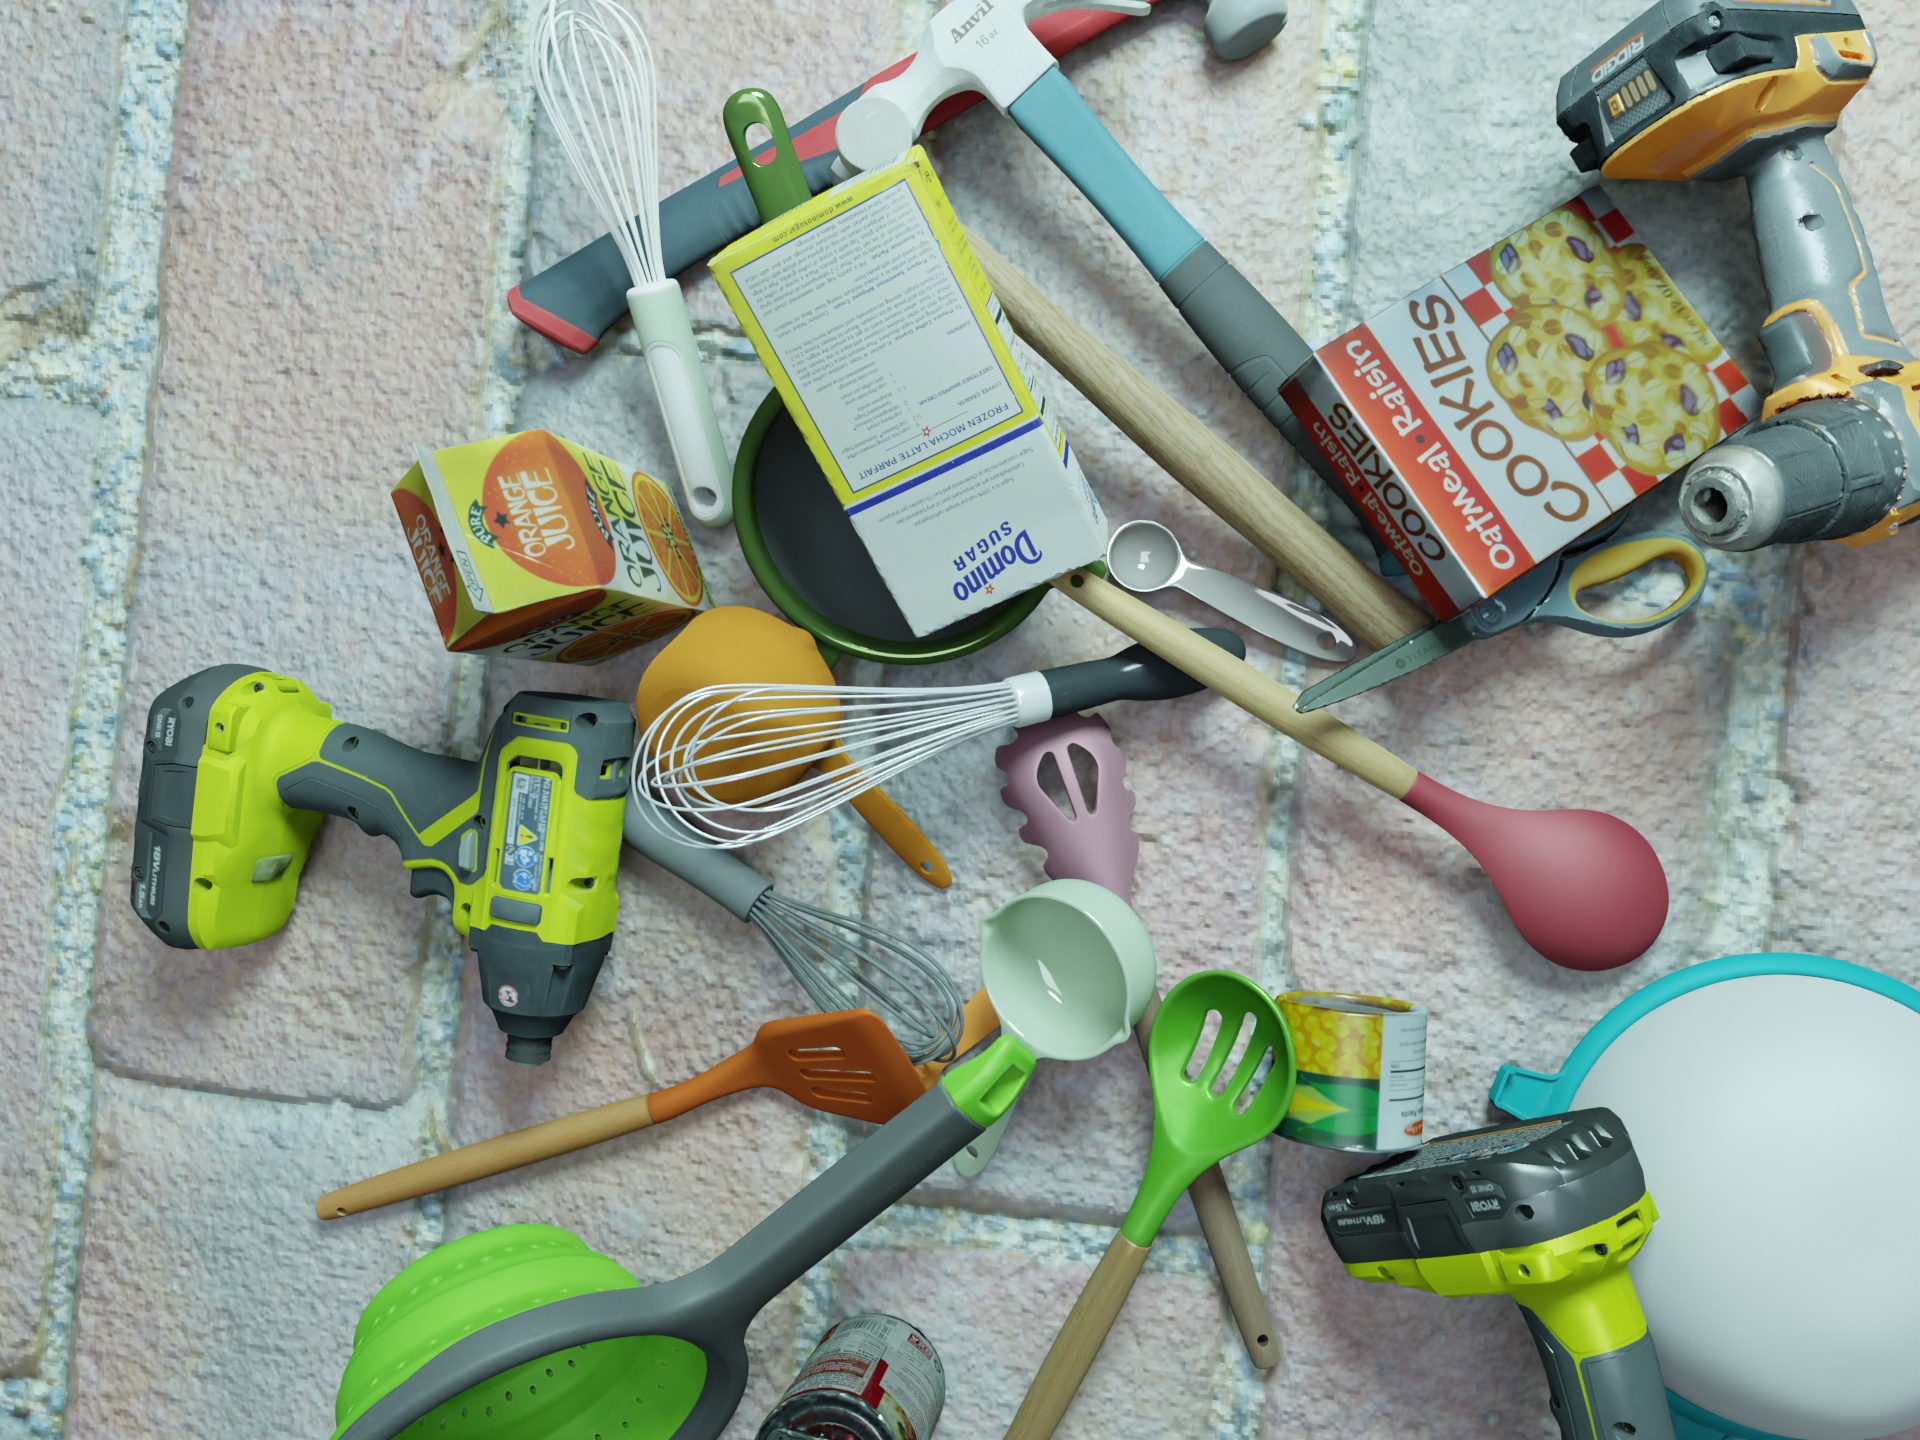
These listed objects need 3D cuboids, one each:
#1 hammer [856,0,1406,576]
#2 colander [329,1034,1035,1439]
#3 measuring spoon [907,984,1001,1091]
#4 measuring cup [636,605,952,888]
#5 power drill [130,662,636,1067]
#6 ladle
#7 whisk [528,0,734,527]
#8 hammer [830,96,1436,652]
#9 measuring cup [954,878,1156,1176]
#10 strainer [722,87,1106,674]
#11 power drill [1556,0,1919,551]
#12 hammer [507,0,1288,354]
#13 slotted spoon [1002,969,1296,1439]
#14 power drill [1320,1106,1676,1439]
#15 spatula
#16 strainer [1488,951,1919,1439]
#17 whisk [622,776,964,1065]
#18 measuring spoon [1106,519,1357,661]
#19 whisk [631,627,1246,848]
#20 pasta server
[{"bbox_3d":[0.107,-0.192,0.707,0.128,0.033,0.331,-41,91,10],"label":"hammer"},{"bbox_3d":[-0.142,0.244,0.711,0.397,0.204,0.095,-39,51,2],"label":"colander"},{"bbox_3d":[0.015,0.134,0.745,0.117,0.011,0.021,-43,83,4],"label":"measuring spoon"},{"bbox_3d":[-0.075,0.028,0.730,0.173,0.052,0.095,46,131,-4],"label":"measuring cup"},{"bbox_3d":[-0.269,0.062,0.750,0.223,0.080,0.171,9,93,14],"label":"power drill"},{"bbox_3d":[0.173,0.014,0.691,0.315,0.031,0.069,31,88,1],"label":"ladle"},{"bbox_3d":[-0.144,-0.206,0.728,0.058,0.059,0.246,-7,111,17],"label":"whisk"},{"bbox_3d":[0.076,-0.139,0.704,0.331,0.130,0.031,40,89,-3],"label":"hammer"},{"bbox_3d":[0.035,0.142,0.718,0.083,0.038,0.167,36,124,23],"label":"measuring cup"},{"bbox_3d":[-0.042,-0.151,0.705,0.151,0.069,0.256,-17,111,12],"label":"strainer"},{"bbox_3d":[0.322,-0.176,0.635,0.185,0.084,0.226,-18,84,-30],"label":"power drill"},{"bbox_3d":[-0.051,-0.297,0.756,0.386,0.038,0.143,-27,83,7],"label":"hammer"},{"bbox_3d":[0.065,0.249,0.707,0.070,0.031,0.313,32,104,31],"label":"slotted spoon"},{"bbox_3d":[0.236,0.287,0.643,0.080,0.190,0.229,-11,76,-35],"label":"power drill"},{"bbox_3d":[-0.169,0.198,0.757,0.322,0.041,0.081,-19,120,11],"label":"spatula"},{"bbox_3d":[0.407,0.178,0.639,0.340,0.095,0.211,-25,84,9],"label":"strainer"},{"bbox_3d":[-0.097,0.085,0.749,0.239,0.055,0.055,33,94,13],"label":"whisk"},{"bbox_3d":[0.125,-0.055,0.735,0.124,0.018,0.034,25,81,2],"label":"measuring spoon"},{"bbox_3d":[-0.001,-0.001,0.687,0.284,0.070,0.070,-13,86,-19],"label":"whisk"},{"bbox_3d":[0.088,0.141,0.726,0.060,0.040,0.316,-19,90,-1],"label":"pasta server"}]
